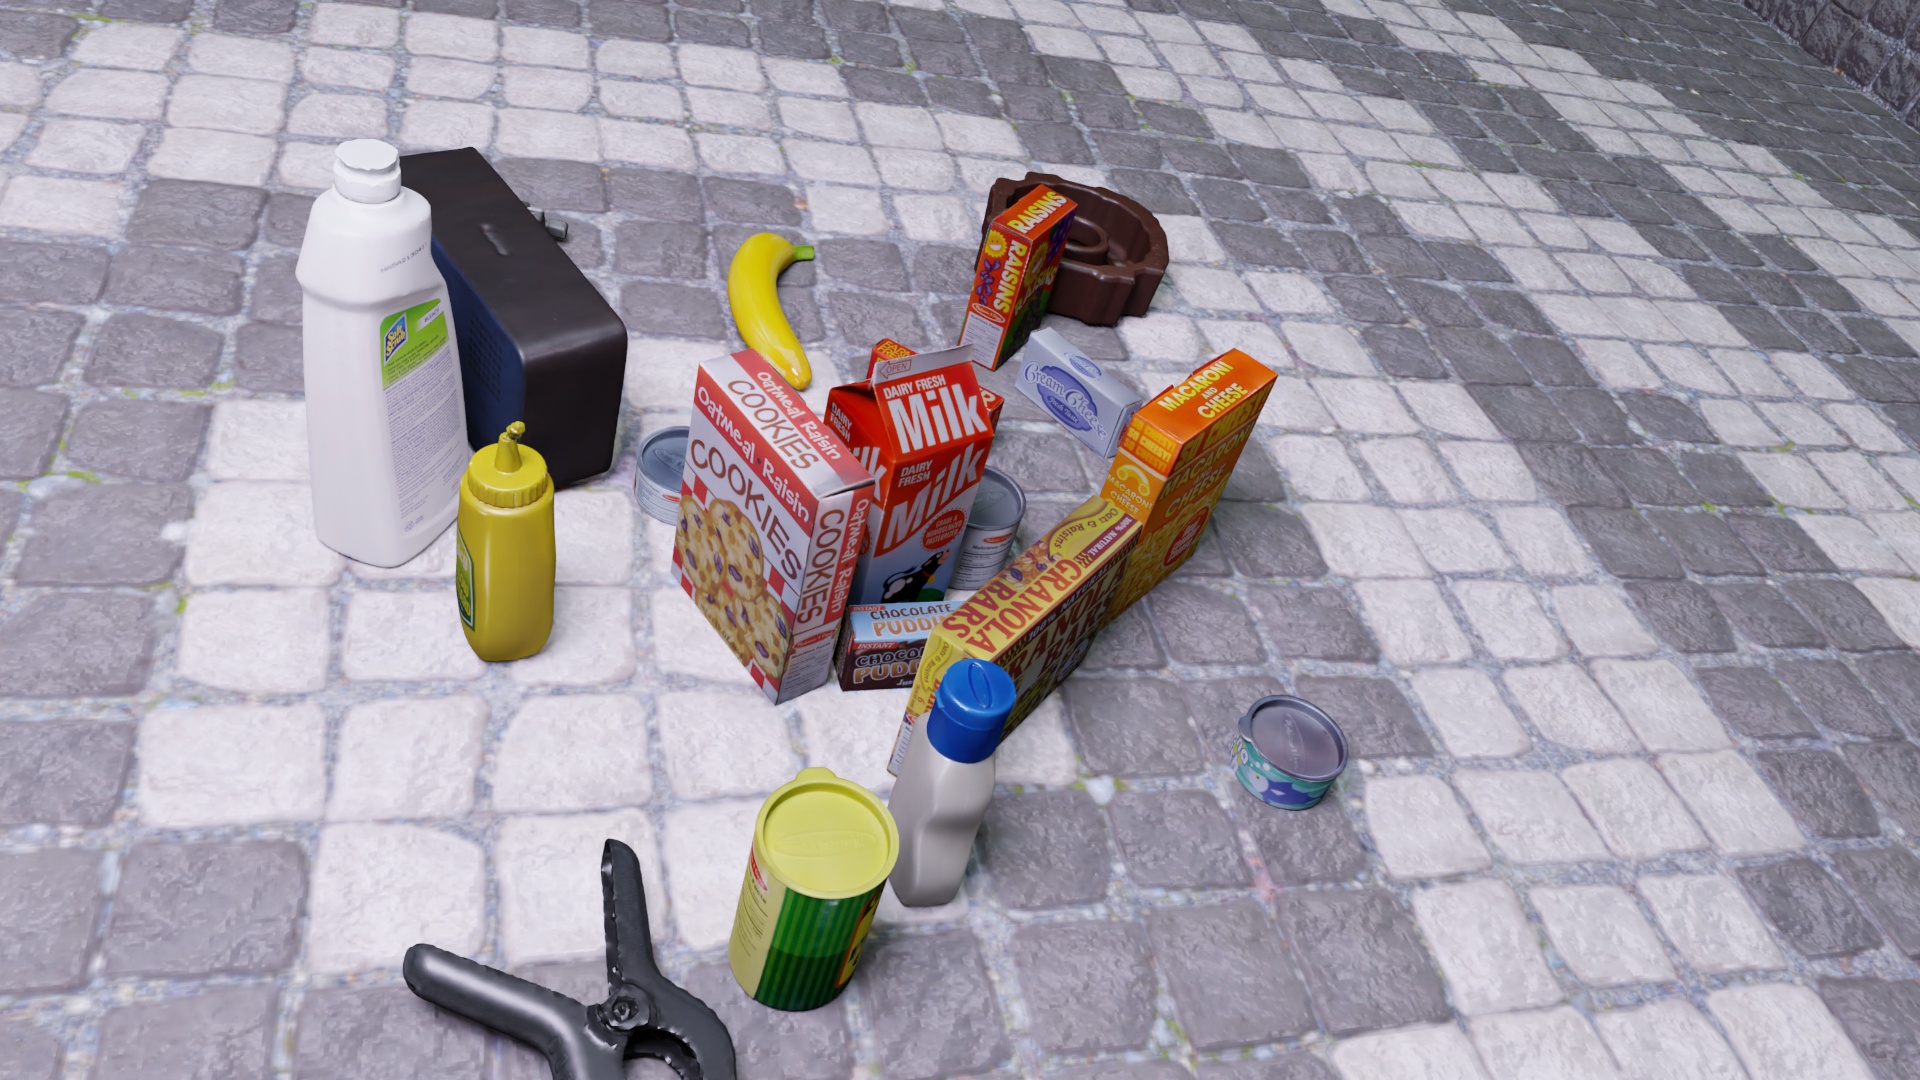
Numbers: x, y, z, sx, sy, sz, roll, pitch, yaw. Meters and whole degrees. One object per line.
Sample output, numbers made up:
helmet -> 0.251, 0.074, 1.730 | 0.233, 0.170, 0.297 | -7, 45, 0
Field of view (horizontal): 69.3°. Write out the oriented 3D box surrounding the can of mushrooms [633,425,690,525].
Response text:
can of mushrooms -> -0.178, -0.043, 0.910 | 0.071, 0.033, 0.071 | 10, 42, -9

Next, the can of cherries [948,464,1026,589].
can of cherries -> 0.003, -0.012, 0.920 | 0.071, 0.058, 0.072 | 10, 42, -9

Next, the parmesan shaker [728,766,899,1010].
parmesan shaker -> -0.072, 0.168, 0.664 | 0.071, 0.102, 0.072 | 10, 42, -9

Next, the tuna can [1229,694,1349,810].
tuna can -> 0.199, 0.130, 0.853 | 0.071, 0.032, 0.071 | 10, 42, -9

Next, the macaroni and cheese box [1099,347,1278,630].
macaroni and cheese box -> 0.133, -0.033, 0.906 | 0.040, 0.165, 0.124 | 37, 45, 20

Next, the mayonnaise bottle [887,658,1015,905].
mayonnaise bottle -> -0.007, 0.121, 0.704 | 0.041, 0.147, 0.065 | 1, 44, -19

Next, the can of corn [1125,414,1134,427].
can of corn -> 0.146, -0.055, 1.017 | 0.071, 0.058, 0.071 | 10, 42, -9

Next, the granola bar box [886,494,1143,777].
granola bar box -> 0.033, 0.061, 0.801 | 0.039, 0.123, 0.166 | 34, 44, 18

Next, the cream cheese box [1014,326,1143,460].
cream cheese box -> 0.089, -0.113, 1.064 | 0.024, 0.053, 0.104 | -25, 57, -38

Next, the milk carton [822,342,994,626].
milk carton -> -0.039, -0.037, 0.832 | 0.072, 0.189, 0.073 | -18, 52, -34

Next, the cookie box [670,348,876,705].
cookie box -> -0.111, -0.007, 0.792 | 0.040, 0.166, 0.123 | -20, 54, -35

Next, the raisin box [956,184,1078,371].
raisin box -> 0.044, -0.207, 1.098 | 0.040, 0.122, 0.086 | 30, 43, 13

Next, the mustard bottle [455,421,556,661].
mustard bottle -> -0.245, -0.005, 0.749 | 0.049, 0.159, 0.065 | -10, 48, -28

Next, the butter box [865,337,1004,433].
butter box -> -0.022, -0.102, 1.013 | 0.103, 0.052, 0.024 | 29, 42, 13

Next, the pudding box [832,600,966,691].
pudding box -> -0.030, 0.063, 0.834 | 0.084, 0.049, 0.030 | -1, 44, -20
